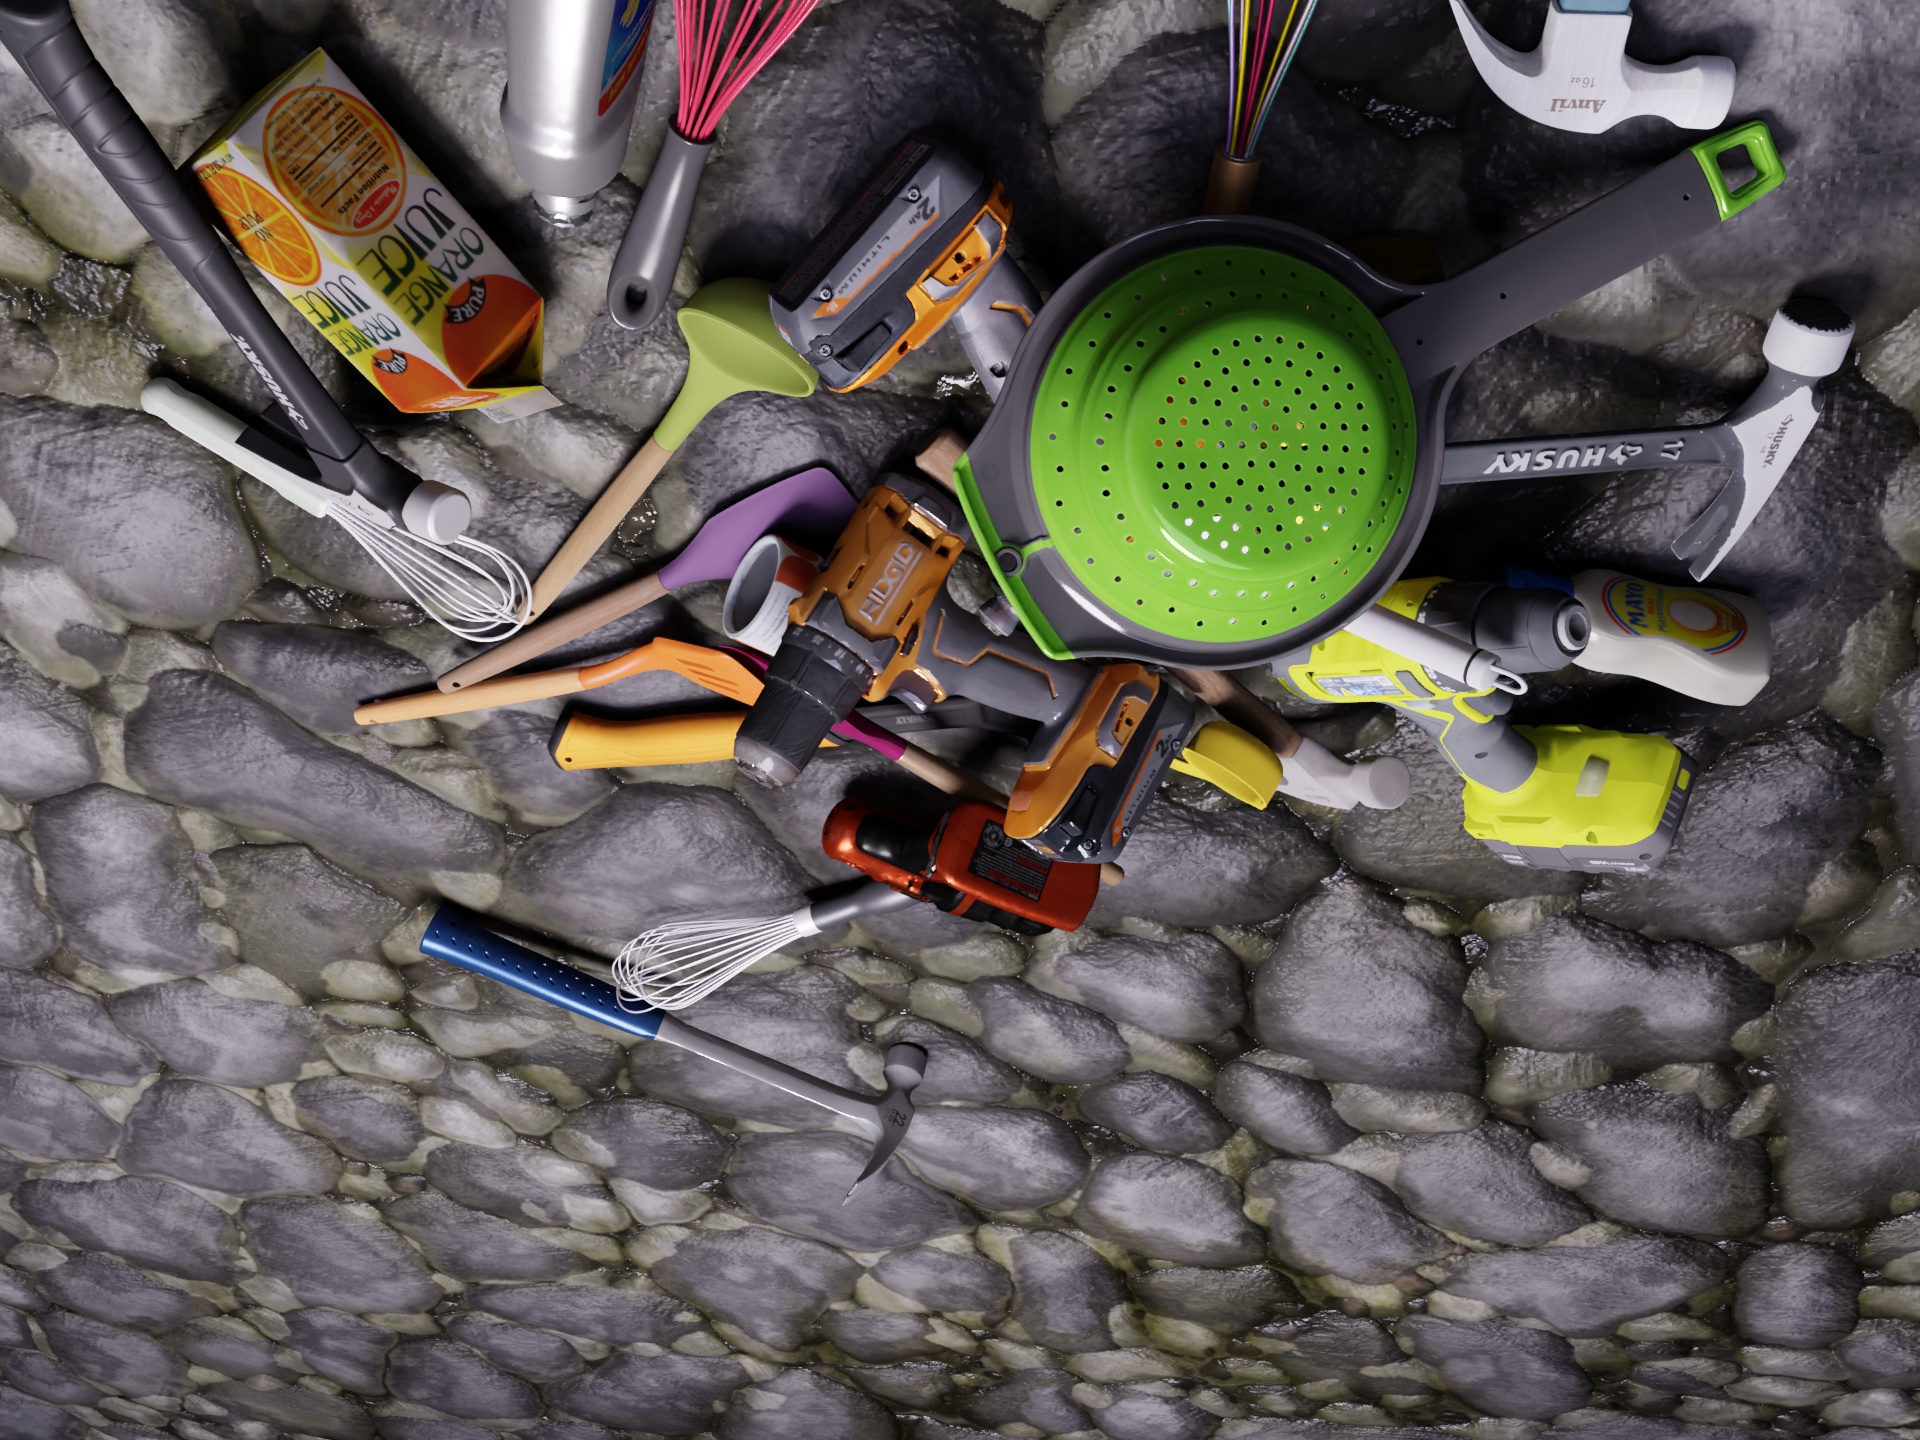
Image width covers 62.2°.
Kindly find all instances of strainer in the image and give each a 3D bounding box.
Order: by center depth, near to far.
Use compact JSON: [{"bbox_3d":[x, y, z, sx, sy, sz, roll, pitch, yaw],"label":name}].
[{"bbox_3d":[0.186,-0.067,0.840,0.259,0.050,0.086,31,151,40],"label":"strainer"}]

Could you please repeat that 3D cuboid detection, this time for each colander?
[{"bbox_3d":[0.191,-0.157,0.684,0.397,0.094,0.204,-28,99,2],"label":"colander"}]

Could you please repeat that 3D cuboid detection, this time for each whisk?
[{"bbox_3d":[0.126,-0.274,0.712,0.051,0.047,0.244,15,139,7],"label":"whisk"},{"bbox_3d":[-0.117,-0.287,0.730,0.073,0.073,0.295,22,140,-13],"label":"whisk"},{"bbox_3d":[-0.365,-0.125,0.937,0.246,0.058,0.059,33,99,-17],"label":"whisk"},{"bbox_3d":[-0.139,0.156,1.177,0.284,0.070,0.070,-21,128,20],"label":"whisk"}]

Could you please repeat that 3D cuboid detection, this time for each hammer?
[{"bbox_3d":[0.265,-0.382,0.589,0.128,0.033,0.330,3,135,4],"label":"hammer"},{"bbox_3d":[-0.362,-0.214,0.766,0.146,0.035,0.334,23,155,23],"label":"hammer"},{"bbox_3d":[0.221,-0.121,0.779,0.409,0.036,0.149,-6,133,-7],"label":"hammer"},{"bbox_3d":[0.106,-0.053,0.913,0.331,0.031,0.130,38,166,-16],"label":"hammer"},{"bbox_3d":[-0.108,0.010,1.039,0.337,0.034,0.127,-4,133,13],"label":"hammer"},{"bbox_3d":[-0.226,0.246,1.243,0.405,0.144,0.035,24,131,-6],"label":"hammer"}]

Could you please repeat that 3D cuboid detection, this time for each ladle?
[{"bbox_3d":[-0.181,-0.134,0.892,0.078,0.062,0.320,30,134,-23],"label":"ladle"}]

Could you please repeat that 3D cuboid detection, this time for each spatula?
[{"bbox_3d":[-0.198,-0.075,0.971,0.316,0.018,0.059,-21,133,22],"label":"spatula"},{"bbox_3d":[-0.263,-0.016,1.022,0.322,0.041,0.080,-8,151,22],"label":"spatula"}]

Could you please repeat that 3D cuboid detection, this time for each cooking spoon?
[{"bbox_3d":[-0.017,0.030,0.996,0.318,0.017,0.069,32,167,-25],"label":"cooking spoon"}]

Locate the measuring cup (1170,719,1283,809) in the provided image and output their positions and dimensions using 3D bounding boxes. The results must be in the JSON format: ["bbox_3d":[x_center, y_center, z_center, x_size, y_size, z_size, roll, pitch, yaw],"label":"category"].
[{"bbox_3d":[0.144,0.017,0.959,0.062,0.156,0.029,37,85,-17],"label":"measuring cup"}]

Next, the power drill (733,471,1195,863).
[{"bbox_3d":[-0.001,-0.003,0.888,0.226,0.185,0.084,35,166,-17],"label":"power drill"}]

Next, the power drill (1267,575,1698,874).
[{"bbox_3d":[0.306,-0.002,0.886,0.228,0.080,0.190,36,161,-27],"label":"power drill"}]

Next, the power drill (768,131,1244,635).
[{"bbox_3d":[0.015,-0.154,0.785,0.226,0.084,0.164,40,96,-27],"label":"power drill"}]
